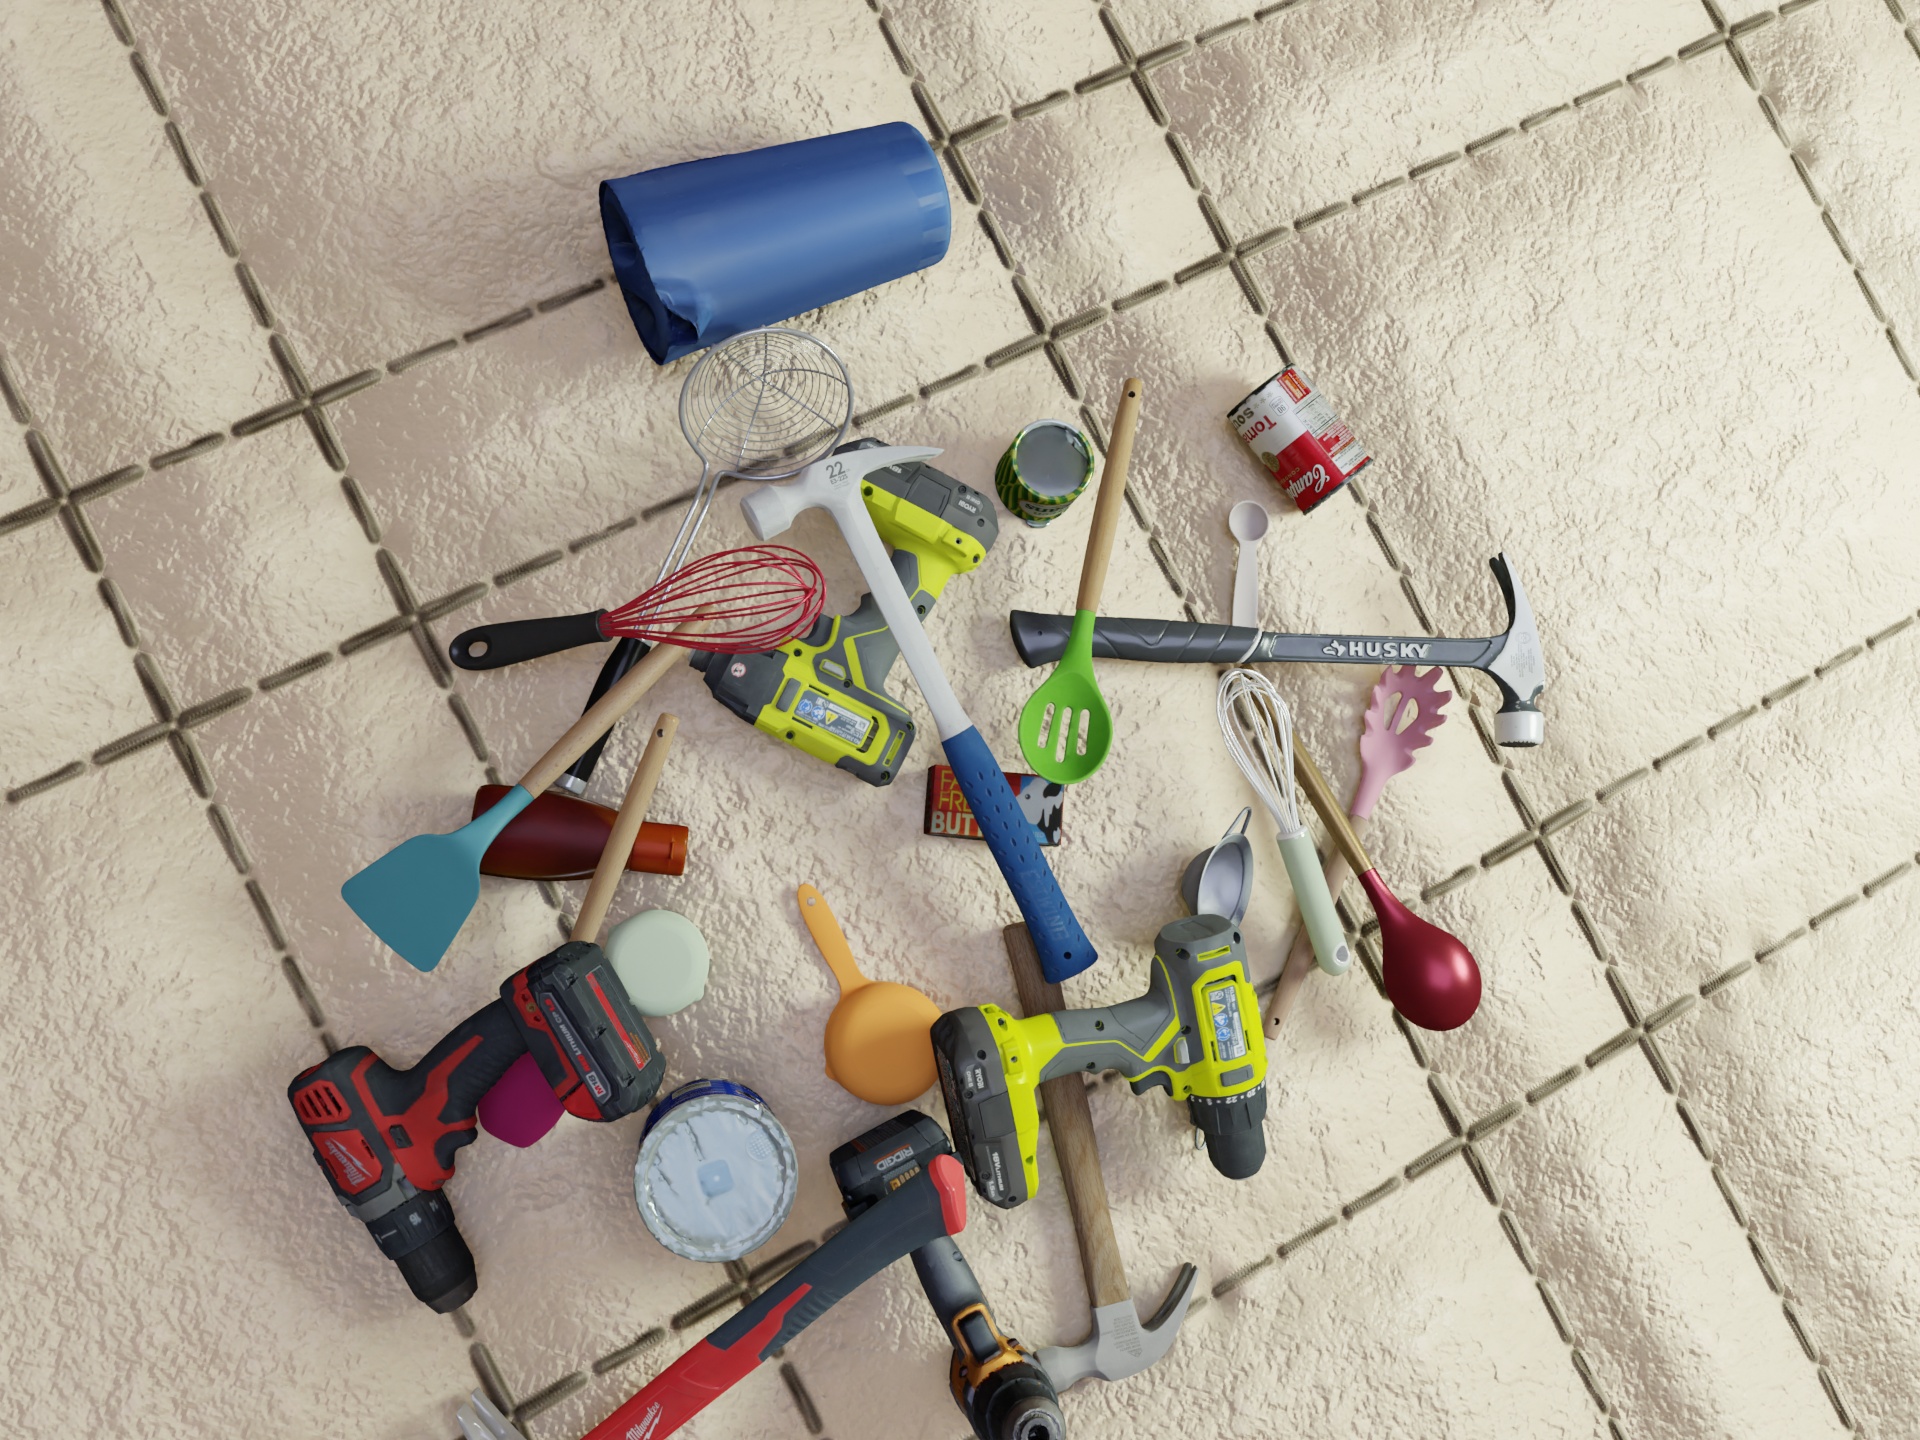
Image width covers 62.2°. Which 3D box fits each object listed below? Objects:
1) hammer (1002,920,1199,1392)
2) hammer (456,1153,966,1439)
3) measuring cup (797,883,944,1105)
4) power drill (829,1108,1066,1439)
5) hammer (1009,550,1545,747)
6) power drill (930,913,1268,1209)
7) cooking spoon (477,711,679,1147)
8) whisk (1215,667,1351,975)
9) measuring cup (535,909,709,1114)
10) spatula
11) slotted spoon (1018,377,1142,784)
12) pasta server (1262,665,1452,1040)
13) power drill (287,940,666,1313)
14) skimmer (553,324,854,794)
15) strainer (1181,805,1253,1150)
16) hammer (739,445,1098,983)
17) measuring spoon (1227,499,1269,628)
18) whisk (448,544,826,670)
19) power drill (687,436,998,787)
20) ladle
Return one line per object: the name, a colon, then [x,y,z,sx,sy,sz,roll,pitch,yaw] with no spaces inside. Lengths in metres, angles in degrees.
hammer: [0.086,0.309,1.163,0.130,0.031,0.331,-11,84,-11]
hammer: [-0.153,0.391,1.020,0.386,0.038,0.143,-42,91,14]
measuring cup: [-0.071,0.194,1.139,0.095,0.052,0.173,-27,90,-13]
power drill: [-0.003,0.381,1.060,0.084,0.185,0.226,-26,84,-12]
hammer: [0.241,-0.062,1.214,0.409,0.036,0.149,2,82,-2]
power drill: [0.108,0.255,1.112,0.228,0.080,0.190,-14,102,-12]
cooking spoon: [-0.258,0.143,1.095,0.069,0.017,0.319,22,92,10]
whisk: [0.243,0.076,1.184,0.058,0.059,0.246,-24,98,-33]
measuring cup: [-0.242,0.206,1.113,0.083,0.038,0.167,38,76,-3]
spatula: [-0.282,0.031,1.095,0.082,0.044,0.317,44,72,-2]
slotted spoon: [0.101,-0.105,1.185,0.070,0.031,0.314,12,83,0]
pasta server: [0.299,0.099,1.229,0.060,0.040,0.316,24,79,6]
power drill: [-0.311,0.269,1.054,0.226,0.080,0.188,-29,91,4]
skimmer: [-0.193,-0.112,1.142,0.127,0.090,0.363,30,78,-36]
strainer: [0.186,0.192,1.194,0.086,0.050,0.258,9,84,-53]
hammer: [-0.002,-0.004,1.127,0.144,0.035,0.405,-27,96,-11]
measuring spoon: [0.224,-0.112,1.260,0.034,0.018,0.124,4,88,-12]
whisk: [-0.227,-0.068,1.092,0.296,0.073,0.073,-8,83,19]
power drill: [-0.082,-0.085,1.167,0.171,0.080,0.223,27,81,-7]
ladle: [0.295,0.092,1.206,0.069,0.031,0.315,-30,77,5]
